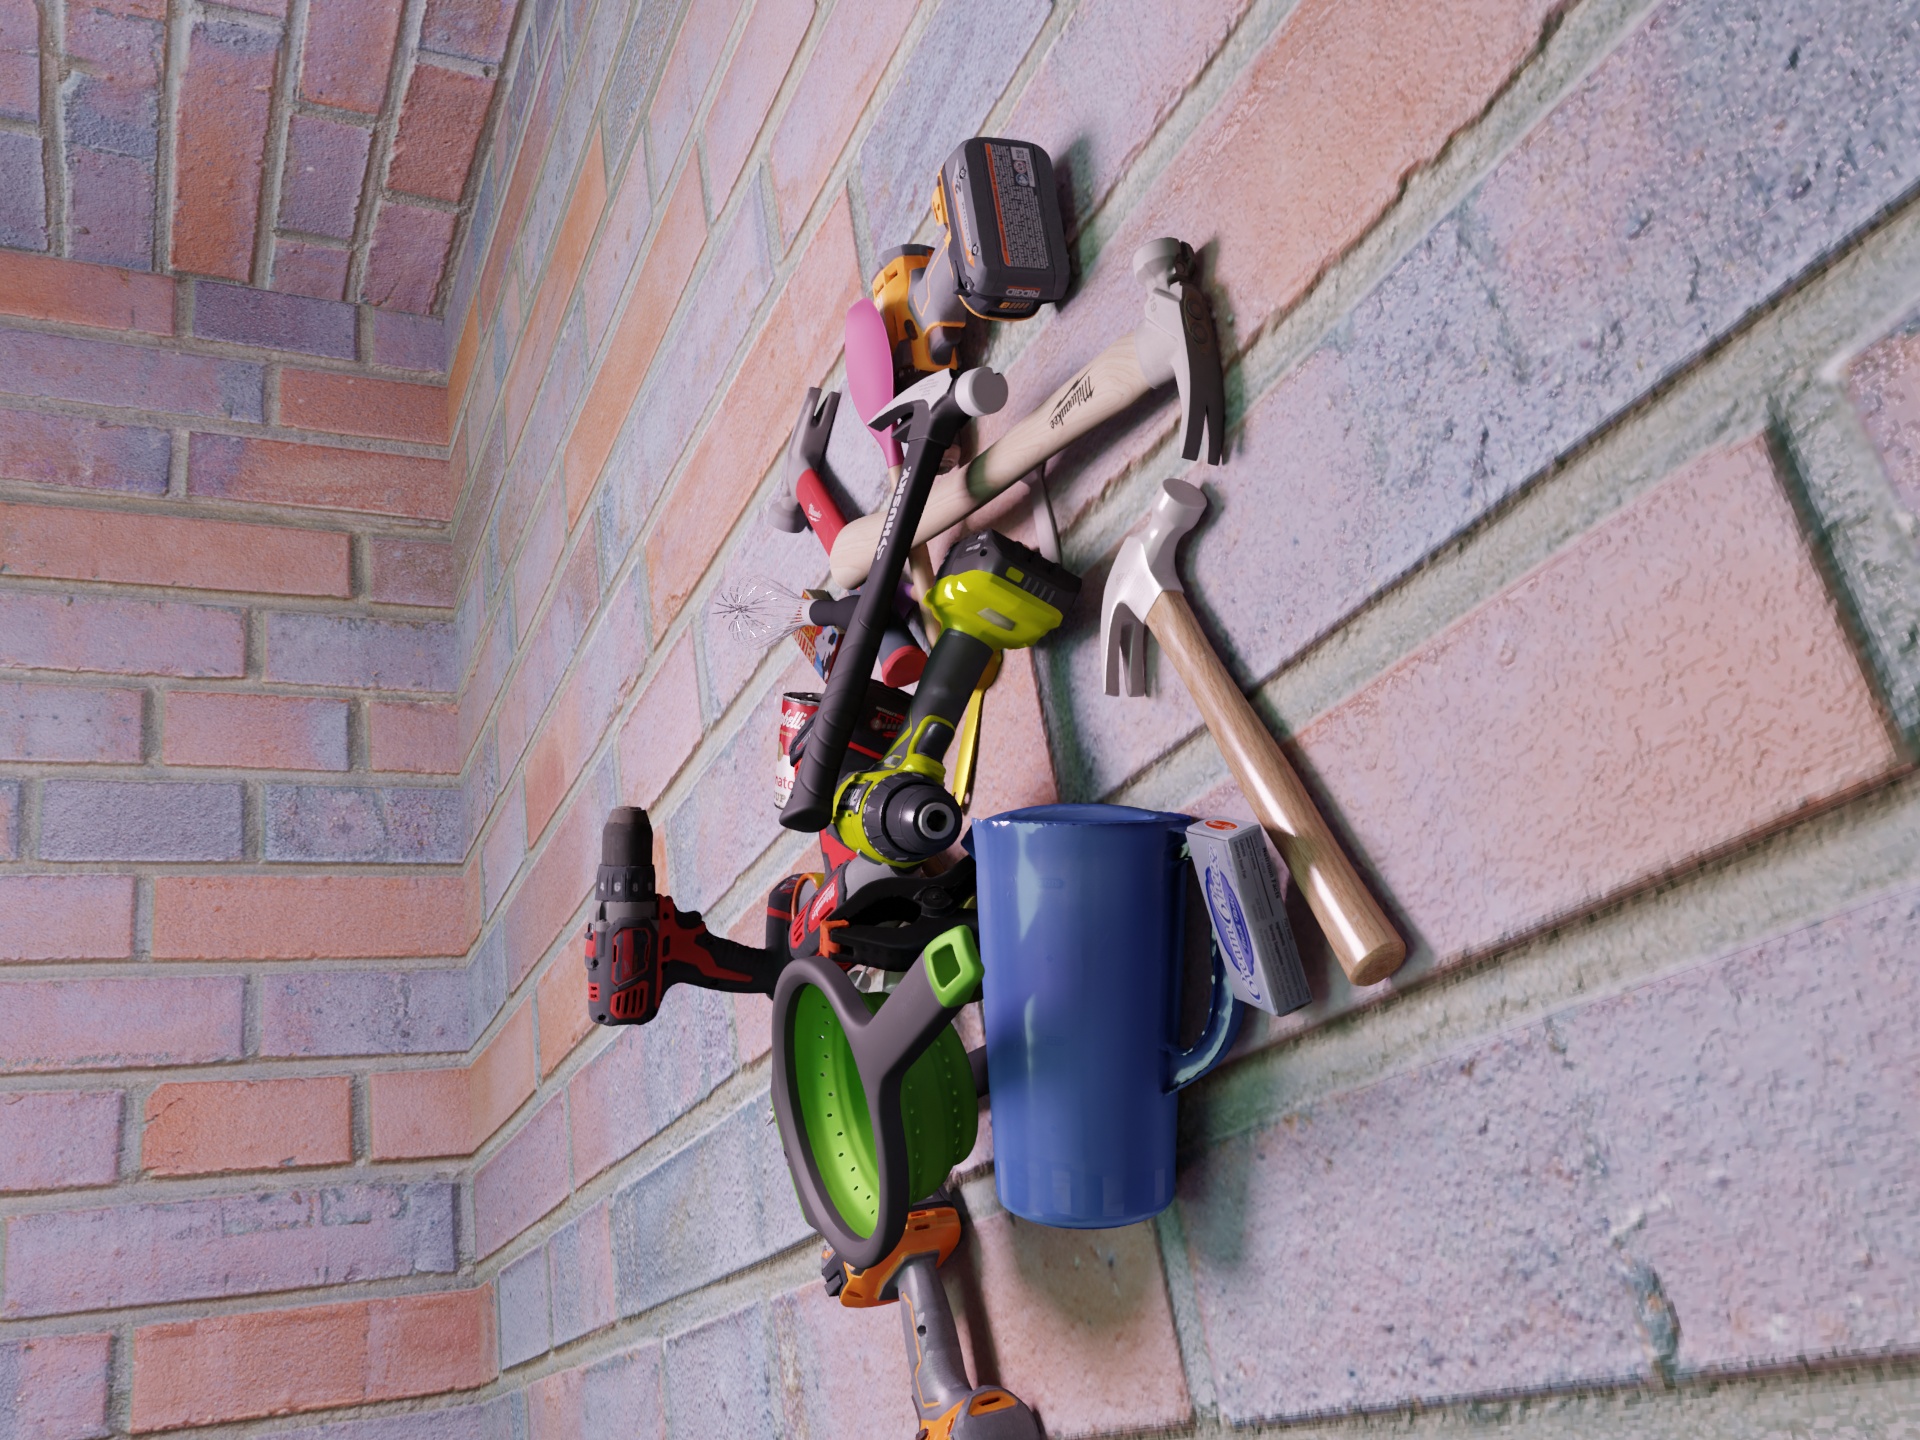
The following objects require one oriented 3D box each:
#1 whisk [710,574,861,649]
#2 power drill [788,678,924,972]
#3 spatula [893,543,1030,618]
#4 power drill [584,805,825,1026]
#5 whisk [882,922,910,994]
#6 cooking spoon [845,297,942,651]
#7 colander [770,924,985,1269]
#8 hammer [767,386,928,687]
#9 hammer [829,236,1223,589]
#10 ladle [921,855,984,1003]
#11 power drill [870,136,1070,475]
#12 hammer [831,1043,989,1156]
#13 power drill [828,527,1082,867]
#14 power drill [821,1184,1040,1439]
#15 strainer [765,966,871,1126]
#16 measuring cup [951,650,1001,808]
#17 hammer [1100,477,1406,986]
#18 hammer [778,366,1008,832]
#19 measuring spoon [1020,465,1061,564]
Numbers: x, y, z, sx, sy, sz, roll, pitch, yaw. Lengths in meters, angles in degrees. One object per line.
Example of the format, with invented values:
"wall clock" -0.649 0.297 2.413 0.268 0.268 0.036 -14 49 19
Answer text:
"whisk" -0.135 -0.092 1.347 0.285 0.070 0.070 7 94 59
"power drill" -0.077 0.077 1.239 0.143 0.078 0.220 -47 33 37
"spatula" -0.024 -0.105 1.285 0.316 0.018 0.060 -13 76 63
"power drill" -0.218 0.171 1.407 0.080 0.226 0.188 -2 86 63
"whisk" -0.049 0.216 1.221 0.059 0.057 0.247 124 157 -45
"cooking spoon" -0.044 -0.175 1.252 0.069 0.017 0.319 -14 89 56
"colander" -0.025 0.213 1.002 0.205 0.094 0.397 70 153 24
"hammer" -0.094 -0.157 1.381 0.143 0.038 0.387 -69 29 26
"hammer" 0.027 -0.169 1.113 0.410 0.038 0.146 -27 64 50
"ladle" -0.036 0.113 1.249 0.320 0.062 0.078 -130 41 -56
"power drill" -0.001 -0.305 1.200 0.226 0.084 0.185 148 116 -63
"hammer" -0.030 0.293 1.243 0.409 0.036 0.149 -41 50 54
"power drill" -0.007 -0.008 1.065 0.228 0.080 0.190 -65 14 -9
"power drill" -0.030 0.474 1.175 0.164 0.084 0.227 -63 39 39
"strainer" -0.108 0.270 1.288 0.050 0.087 0.258 34 136 9
"measuring cup" -0.002 -0.004 1.219 0.062 0.029 0.156 23 106 61
"hammer" 0.159 0.012 0.906 0.130 0.031 0.332 -64 36 37
"hammer" -0.062 -0.083 1.108 0.146 0.035 0.335 7 77 61
"measuring spoon" 0.053 -0.150 1.142 0.034 0.018 0.124 -45 50 52
